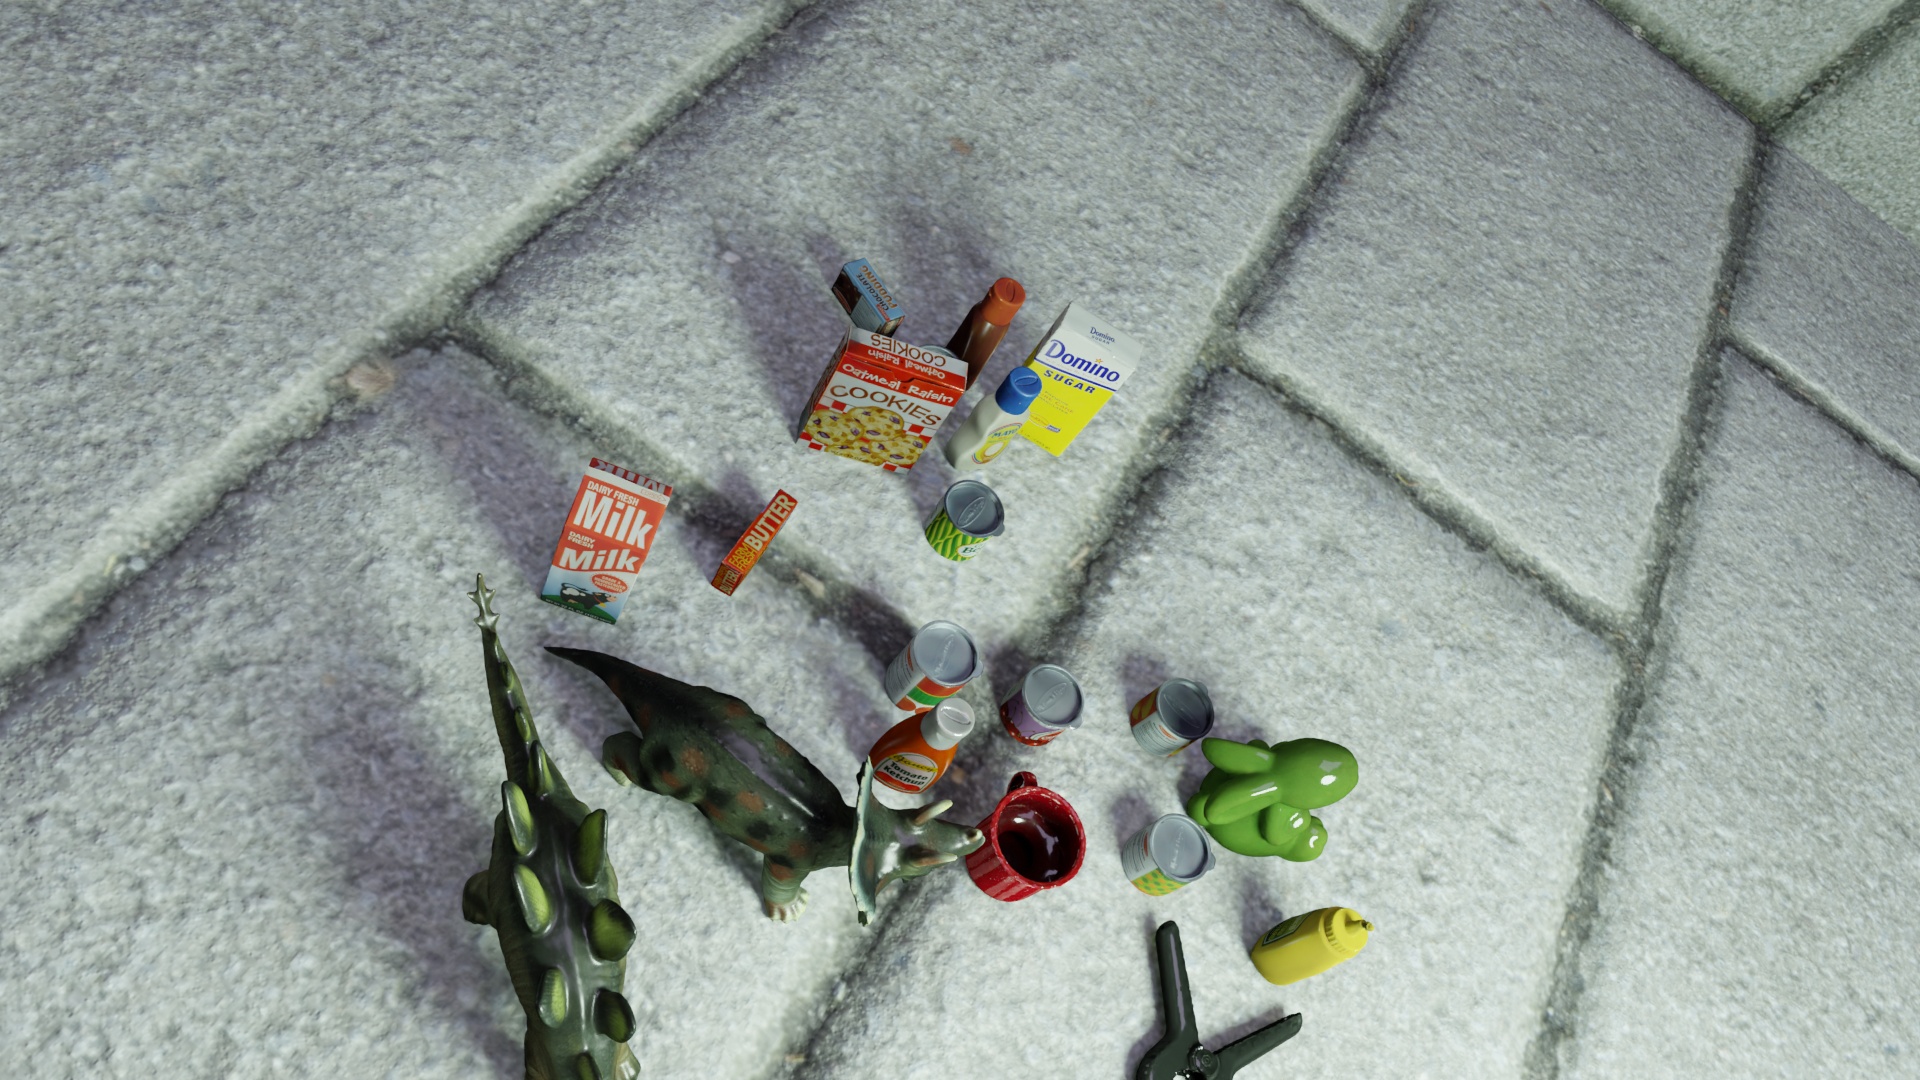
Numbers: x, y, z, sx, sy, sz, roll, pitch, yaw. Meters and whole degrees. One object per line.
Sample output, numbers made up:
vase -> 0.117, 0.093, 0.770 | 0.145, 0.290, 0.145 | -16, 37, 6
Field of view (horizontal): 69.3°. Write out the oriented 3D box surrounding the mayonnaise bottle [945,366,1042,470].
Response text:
mayonnaise bottle -> 0.038, -0.125, 1.438 | 0.065, 0.147, 0.041 | -14, 70, -30

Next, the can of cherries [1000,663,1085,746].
can of cherries -> 0.080, 0.163, 1.351 | 0.071, 0.058, 0.072 | 11, 59, -19

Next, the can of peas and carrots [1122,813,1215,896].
can of peas and carrots -> 0.198, 0.302, 1.327 | 0.071, 0.058, 0.071 | 11, 59, -19

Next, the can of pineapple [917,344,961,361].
can of pineapple -> -0.036, -0.168, 1.483 | 0.071, 0.057, 0.071 | 11, 59, -19

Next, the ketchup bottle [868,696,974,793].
ketchup bottle -> -0.032, 0.180, 1.234 | 0.065, 0.148, 0.044 | 25, 56, -10

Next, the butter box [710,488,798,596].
butter box -> -0.195, 0.002, 1.317 | 0.024, 0.053, 0.104 | 35, 54, -3

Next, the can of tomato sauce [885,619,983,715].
can of tomato sauce -> -0.026, 0.122, 1.310 | 0.071, 0.082, 0.071 | 11, 59, -19

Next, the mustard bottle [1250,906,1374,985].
mustard bottle -> 0.333, 0.370, 1.288 | 0.065, 0.159, 0.049 | -32, 79, -34

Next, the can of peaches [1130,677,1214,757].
can of peaches -> 0.215, 0.178, 1.404 | 0.071, 0.057, 0.071 | 11, 59, -19

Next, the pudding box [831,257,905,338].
pudding box -> -0.101, -0.260, 1.510 | 0.030, 0.049, 0.084 | -27, 77, -34

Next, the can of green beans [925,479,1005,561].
can of green beans -> 0.004, -0.020, 1.418 | 0.071, 0.057, 0.071 | 11, 59, -19

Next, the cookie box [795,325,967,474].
cookie box -> -0.080, -0.134, 1.377 | 0.123, 0.166, 0.040 | 15, 58, -17

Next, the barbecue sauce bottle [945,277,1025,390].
barbecue sauce bottle -> 0.023, -0.224, 1.486 | 0.044, 0.147, 0.065 | 15, 58, -17

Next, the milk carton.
milk carton -> -0.301, -0.005, 1.188 | 0.072, 0.189, 0.074 | 21, 56, -13
